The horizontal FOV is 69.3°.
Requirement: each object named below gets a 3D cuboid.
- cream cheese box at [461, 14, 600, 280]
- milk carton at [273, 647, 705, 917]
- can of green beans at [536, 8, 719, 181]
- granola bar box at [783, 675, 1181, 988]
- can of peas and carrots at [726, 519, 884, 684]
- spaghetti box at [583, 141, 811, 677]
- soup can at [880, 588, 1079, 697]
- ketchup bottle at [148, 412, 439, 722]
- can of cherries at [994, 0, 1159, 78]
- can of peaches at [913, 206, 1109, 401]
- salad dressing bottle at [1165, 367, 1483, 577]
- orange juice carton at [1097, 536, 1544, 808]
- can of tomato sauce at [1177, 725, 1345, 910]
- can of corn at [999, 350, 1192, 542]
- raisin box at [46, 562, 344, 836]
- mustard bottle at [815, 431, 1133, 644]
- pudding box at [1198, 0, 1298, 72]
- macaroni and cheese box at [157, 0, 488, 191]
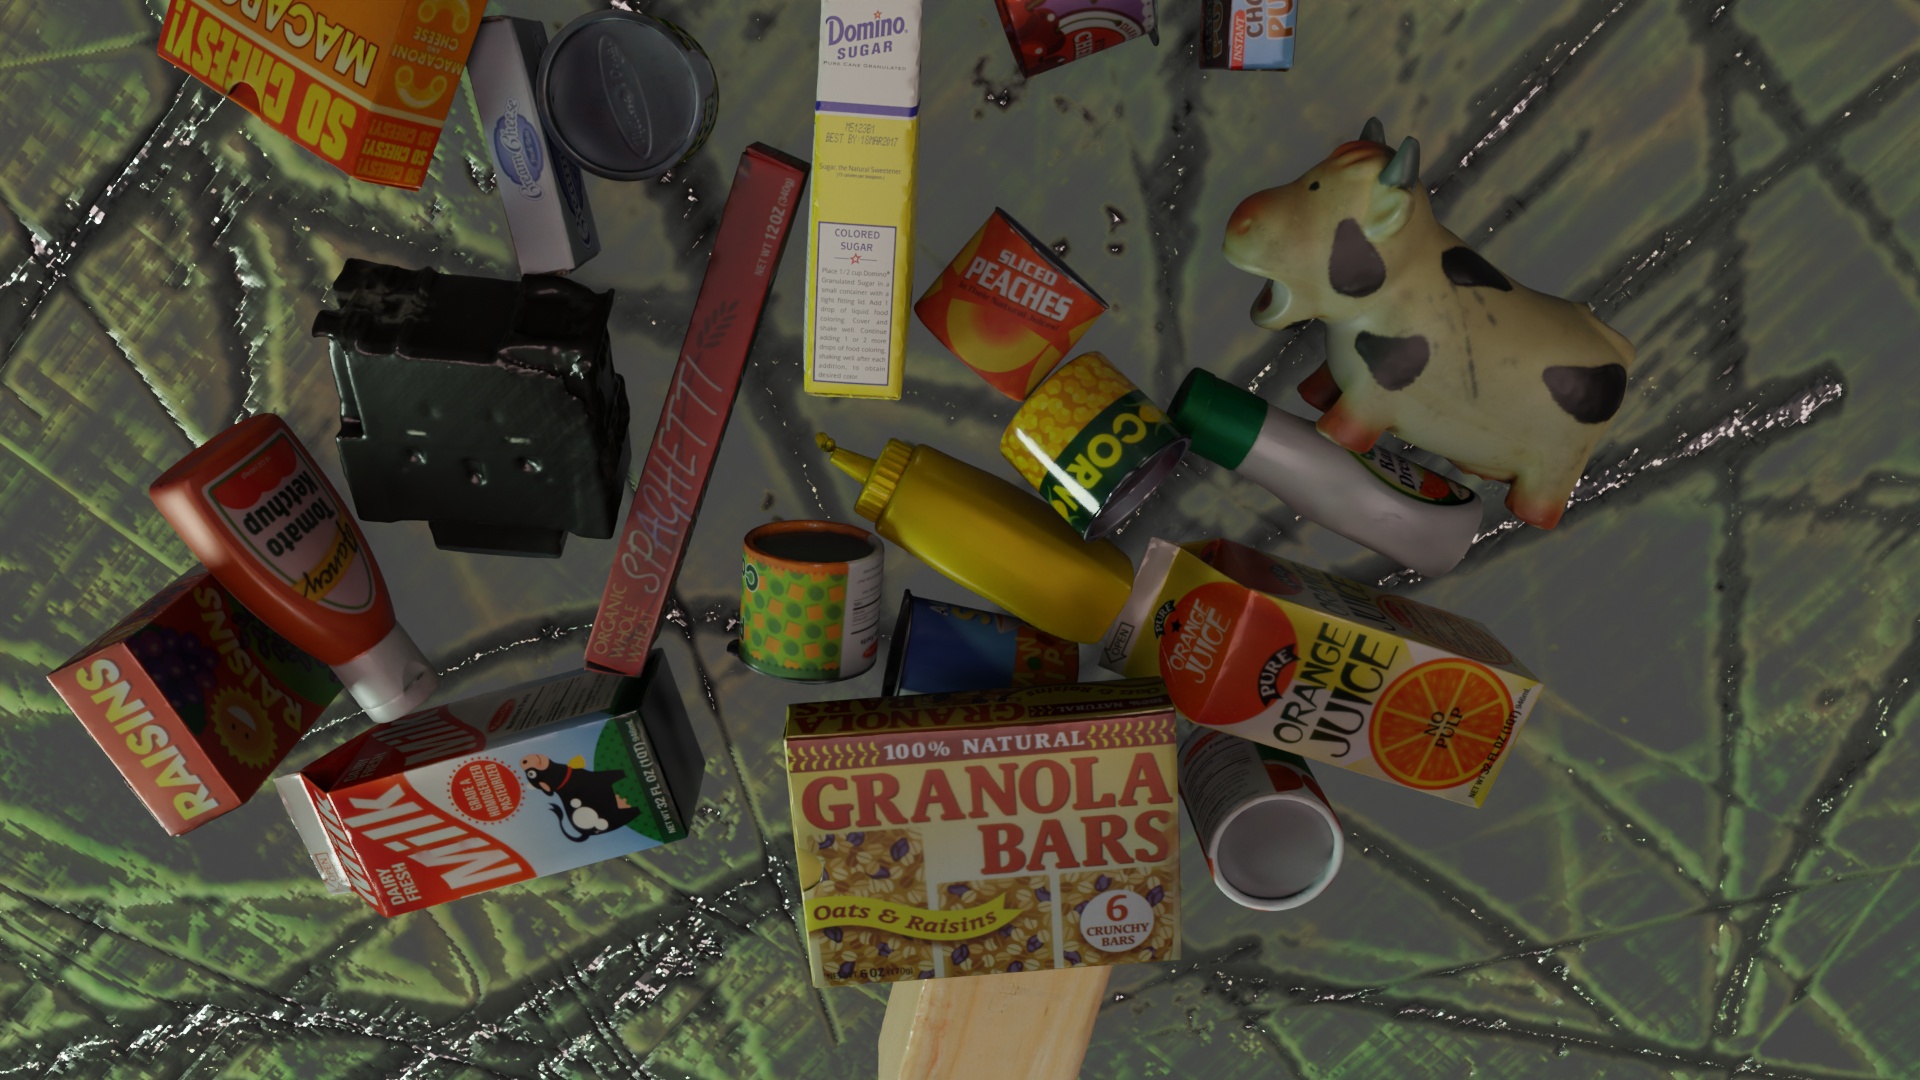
[{"bbox_3d":[-0.180,-0.166,0.585,0.024,0.053,0.103,-9,109,2],"label":"cream cheese box"},{"bbox_3d":[-0.228,0.120,0.669,0.191,0.074,0.072,-15,109,2],"label":"milk carton"},{"bbox_3d":[-0.136,-0.185,0.578,0.071,0.058,0.071,-1,109,-3],"label":"can of green beans"},{"bbox_3d":[0.012,0.128,0.607,0.166,0.039,0.123,-4,108,0],"label":"granola bar box"},{"bbox_3d":[-0.072,0.027,0.651,0.071,0.071,0.058,4,108,-5],"label":"can of peas and carrots"},{"bbox_3d":[-0.120,-0.055,0.628,0.029,0.050,0.249,19,107,-8],"label":"spaghetti box"},{"bbox_3d":[0.009,0.064,0.669,0.084,0.071,0.071,12,108,-8],"label":"soup can"},{"bbox_3d":[-0.298,0.018,0.640,0.043,0.065,0.148,-10,121,32],"label":"ketchup bottle"},{"bbox_3d":[0.044,-0.228,0.569,0.058,0.072,0.071,-19,109,4],"label":"can of cherries"},{"bbox_3d":[0.022,-0.103,0.609,0.071,0.071,0.058,39,104,-14],"label":"can of peaches"},{"bbox_3d":[0.167,-0.033,0.648,0.148,0.064,0.043,25,116,-3],"label":"salad dressing bottle"},{"bbox_3d":[0.168,0.057,0.670,0.193,0.073,0.071,17,107,-8],"label":"orange juice carton"},{"bbox_3d":[0.148,0.134,0.690,0.071,0.083,0.071,-1,109,-2],"label":"can of tomato sauce"},{"bbox_3d":[0.059,-0.043,0.622,0.058,0.071,0.071,46,103,14],"label":"can of corn"},{"bbox_3d":[-0.332,0.061,0.617,0.040,0.124,0.086,-24,109,5],"label":"raisin box"},{"bbox_3d":[0.002,-0.008,0.647,0.160,0.065,0.048,28,106,-5],"label":"mustard bottle"},{"bbox_3d":[0.121,-0.240,0.579,0.030,0.050,0.083,-1,110,-4],"label":"pudding box"},{"bbox_3d":[-0.236,-0.239,0.536,0.124,0.040,0.166,32,106,19],"label":"macaroni and cheese box"}]
